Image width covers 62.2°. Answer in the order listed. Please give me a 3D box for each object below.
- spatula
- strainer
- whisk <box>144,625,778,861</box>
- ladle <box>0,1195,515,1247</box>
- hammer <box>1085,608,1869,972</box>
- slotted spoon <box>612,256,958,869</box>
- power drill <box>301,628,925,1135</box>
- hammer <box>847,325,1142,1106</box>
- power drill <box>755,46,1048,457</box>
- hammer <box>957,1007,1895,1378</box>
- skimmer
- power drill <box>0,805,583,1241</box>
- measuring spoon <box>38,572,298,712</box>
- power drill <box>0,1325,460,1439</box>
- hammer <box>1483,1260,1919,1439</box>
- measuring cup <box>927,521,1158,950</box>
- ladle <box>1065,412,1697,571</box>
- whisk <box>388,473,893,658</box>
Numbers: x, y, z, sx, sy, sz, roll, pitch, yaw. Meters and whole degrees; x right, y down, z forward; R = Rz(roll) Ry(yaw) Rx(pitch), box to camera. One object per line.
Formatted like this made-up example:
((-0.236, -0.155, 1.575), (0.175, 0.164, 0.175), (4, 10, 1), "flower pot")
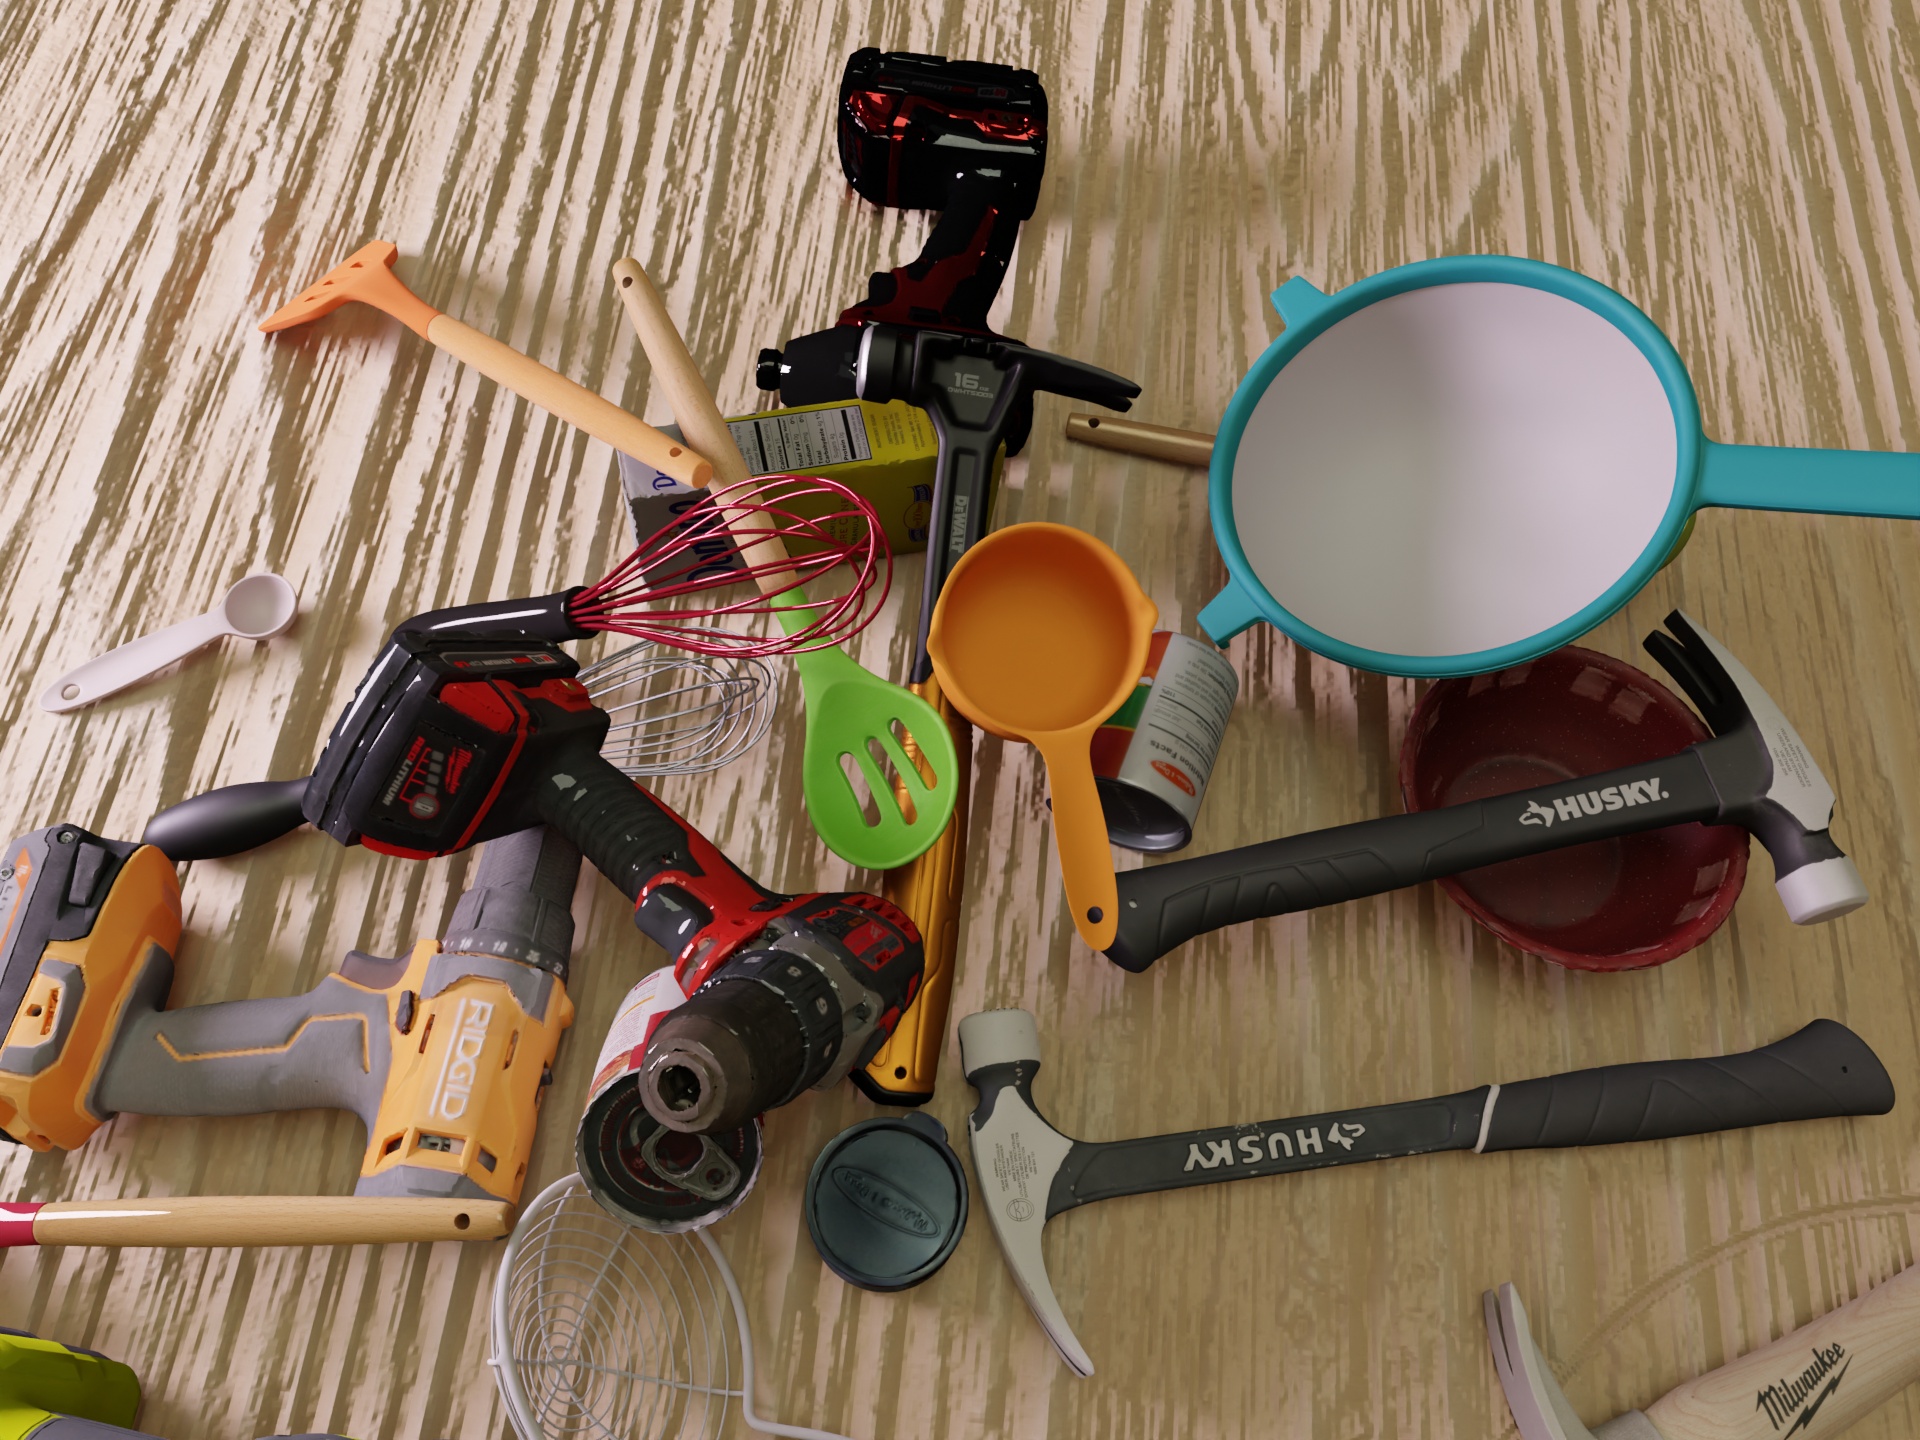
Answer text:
((-0.228, -0.171, 0.756), (0.323, 0.041, 0.081), (31, 66, 29), "spatula")
((0.287, -0.095, 0.716), (0.340, 0.095, 0.211), (8, 72, 24), "strainer")
((-0.221, 0.015, 0.715), (0.284, 0.070, 0.070), (-15, 67, -7), "whisk")
((-0.314, 0.187, 0.588), (0.315, 0.031, 0.069), (-4, 79, 9), "ladle")
((0.209, 0.046, 0.683), (0.334, 0.035, 0.146), (-11, 66, -9), "hammer")
((-0.084, -0.076, 0.685), (0.070, 0.031, 0.314), (-32, 73, 14), "slotted spoon")
((-0.127, 0.060, 0.583), (0.227, 0.188, 0.080), (34, 102, 10), "power drill")
((-0.001, -0.002, 0.696), (0.127, 0.034, 0.337), (8, 83, -7), "hammer")
((-0.026, -0.244, 0.845), (0.143, 0.078, 0.220), (7, 67, -1), "power drill")
((0.208, 0.178, 0.683), (0.409, 0.036, 0.149), (-5, 66, -8), "hammer")
((0.003, 0.267, 0.591), (0.363, 0.090, 0.127), (16, 31, 0), "skimmer")
((-0.272, 0.103, 0.654), (0.226, 0.084, 0.185), (11, 61, -4), "power drill")
((-0.369, -0.032, 0.747), (0.124, 0.018, 0.034), (-26, 69, -9), "measuring spoon")
((-0.250, 0.263, 0.536), (0.228, 0.190, 0.080), (5, 65, 13), "power drill")
((0.422, 0.232, 0.675), (0.410, 0.038, 0.146), (-20, 66, -14), "hammer")
((0.038, 0.008, 0.657), (0.095, 0.052, 0.173), (-10, 87, -8), "measuring cup")
((0.213, -0.129, 0.821), (0.320, 0.062, 0.078), (11, 71, 3), "ladle")
((-0.146, -0.049, 0.672), (0.296, 0.073, 0.073), (-8, 58, 35), "whisk")
